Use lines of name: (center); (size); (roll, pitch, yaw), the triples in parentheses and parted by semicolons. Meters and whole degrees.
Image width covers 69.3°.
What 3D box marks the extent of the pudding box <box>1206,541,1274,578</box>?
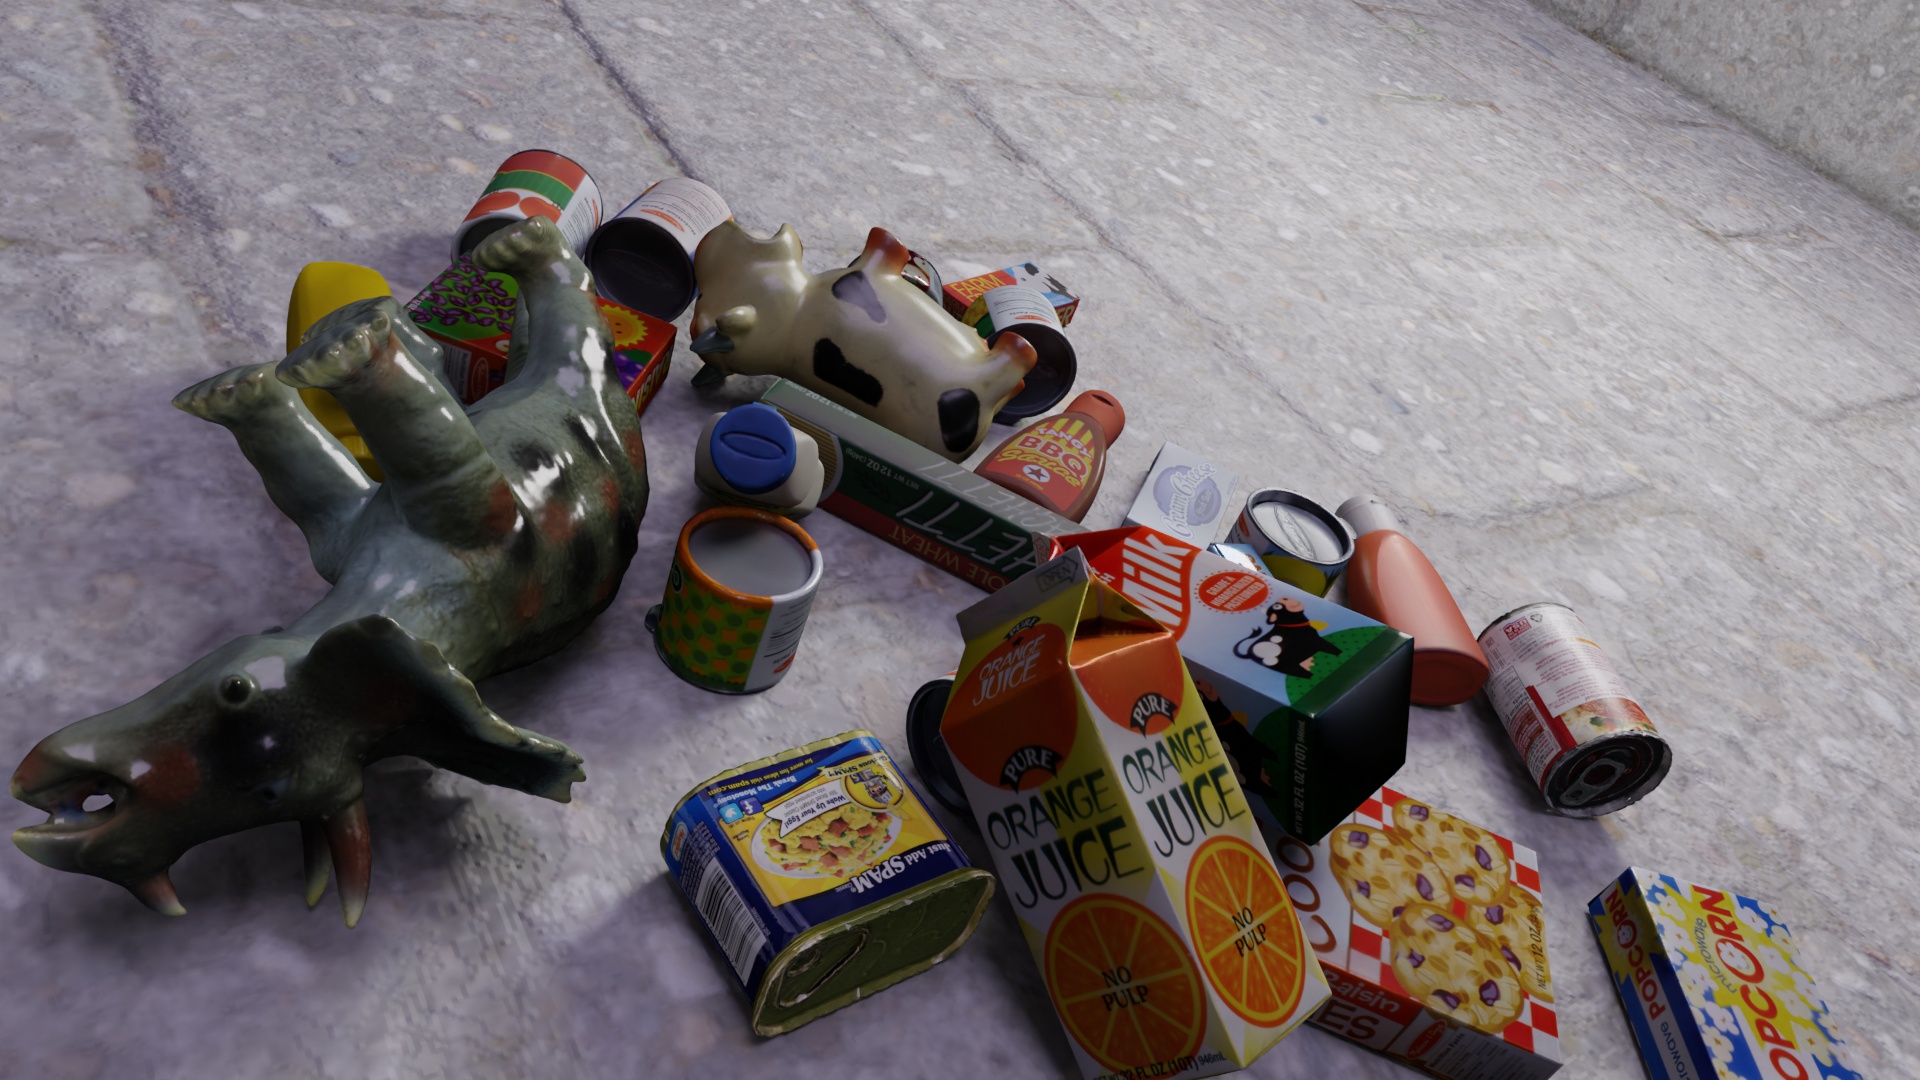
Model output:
pudding box: (0.153, 0.045, 0.745); (0.030, 0.049, 0.084); (2, 41, -28)

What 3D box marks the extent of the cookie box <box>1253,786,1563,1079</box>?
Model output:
cookie box: (0.177, 0.160, 0.621); (0.167, 0.040, 0.123); (23, 36, 2)

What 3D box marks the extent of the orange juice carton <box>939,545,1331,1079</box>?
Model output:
orange juice carton: (0.058, 0.103, 0.532); (0.073, 0.071, 0.193); (-11, 74, -50)

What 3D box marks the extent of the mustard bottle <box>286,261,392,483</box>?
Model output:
mustard bottle: (-0.283, -0.060, 0.643); (0.049, 0.065, 0.161); (0, 49, -30)

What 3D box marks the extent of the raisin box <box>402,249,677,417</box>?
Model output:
raisin box: (-0.225, -0.101, 0.741); (0.123, 0.039, 0.086); (20, 36, -2)

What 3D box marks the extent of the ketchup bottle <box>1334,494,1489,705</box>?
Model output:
ketchup bottle: (0.259, 0.030, 0.825); (0.065, 0.043, 0.149); (13, 37, -14)

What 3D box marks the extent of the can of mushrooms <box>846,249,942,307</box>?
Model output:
can of mushrooms: (-0.046, -0.148, 0.871); (0.071, 0.070, 0.034); (13, 38, -13)

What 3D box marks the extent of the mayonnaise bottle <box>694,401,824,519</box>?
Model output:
mayonnaise bottle: (-0.096, -0.036, 0.654); (0.065, 0.041, 0.148); (14, -4, -6)

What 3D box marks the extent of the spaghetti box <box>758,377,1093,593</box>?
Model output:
spaghetti box: (0.003, -0.009, 0.735); (0.250, 0.049, 0.029); (27, 38, 5)

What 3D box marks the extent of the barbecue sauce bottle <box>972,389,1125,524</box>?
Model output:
barbecue sauce bottle: (0.056, -0.045, 0.813); (0.065, 0.043, 0.149); (29, 36, 10)

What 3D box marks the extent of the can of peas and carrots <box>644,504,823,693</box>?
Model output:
can of peas and carrots: (-0.103, 0.025, 0.629); (0.071, 0.058, 0.071); (15, 36, -11)

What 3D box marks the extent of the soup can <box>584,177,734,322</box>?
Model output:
soup can: (-0.179, -0.172, 0.832); (0.071, 0.071, 0.084); (21, 32, -2)

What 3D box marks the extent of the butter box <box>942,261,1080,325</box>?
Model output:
butter box: (0.032, -0.164, 0.967); (0.053, 0.024, 0.104); (39, 39, 22)

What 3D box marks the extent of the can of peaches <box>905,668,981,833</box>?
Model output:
can of peaches: (0.020, 0.085, 0.615); (0.071, 0.071, 0.058); (41, 40, 24)

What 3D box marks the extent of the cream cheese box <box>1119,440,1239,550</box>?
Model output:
cream cheese box: (0.131, -0.019, 0.836); (0.053, 0.024, 0.104); (26, 36, 6)

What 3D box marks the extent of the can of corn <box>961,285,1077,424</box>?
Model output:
can of corn: (0.034, -0.117, 0.875); (0.071, 0.070, 0.058); (10, 32, -16)

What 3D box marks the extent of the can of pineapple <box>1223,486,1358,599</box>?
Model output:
can of pineapple: (0.184, 0.012, 0.796); (0.071, 0.057, 0.071); (14, 37, -11)

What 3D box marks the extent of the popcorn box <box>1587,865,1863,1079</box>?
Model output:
popcorn box: (0.354, 0.219, 0.641); (0.085, 0.038, 0.127); (16, 37, -8)

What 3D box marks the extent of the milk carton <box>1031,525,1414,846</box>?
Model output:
milk carton: (0.104, 0.054, 0.640); (0.074, 0.072, 0.191); (-30, 37, -32)

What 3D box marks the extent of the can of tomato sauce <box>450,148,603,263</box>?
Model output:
can of tomato sauce: (-0.251, -0.178, 0.803); (0.071, 0.070, 0.083); (15, 37, -10)
